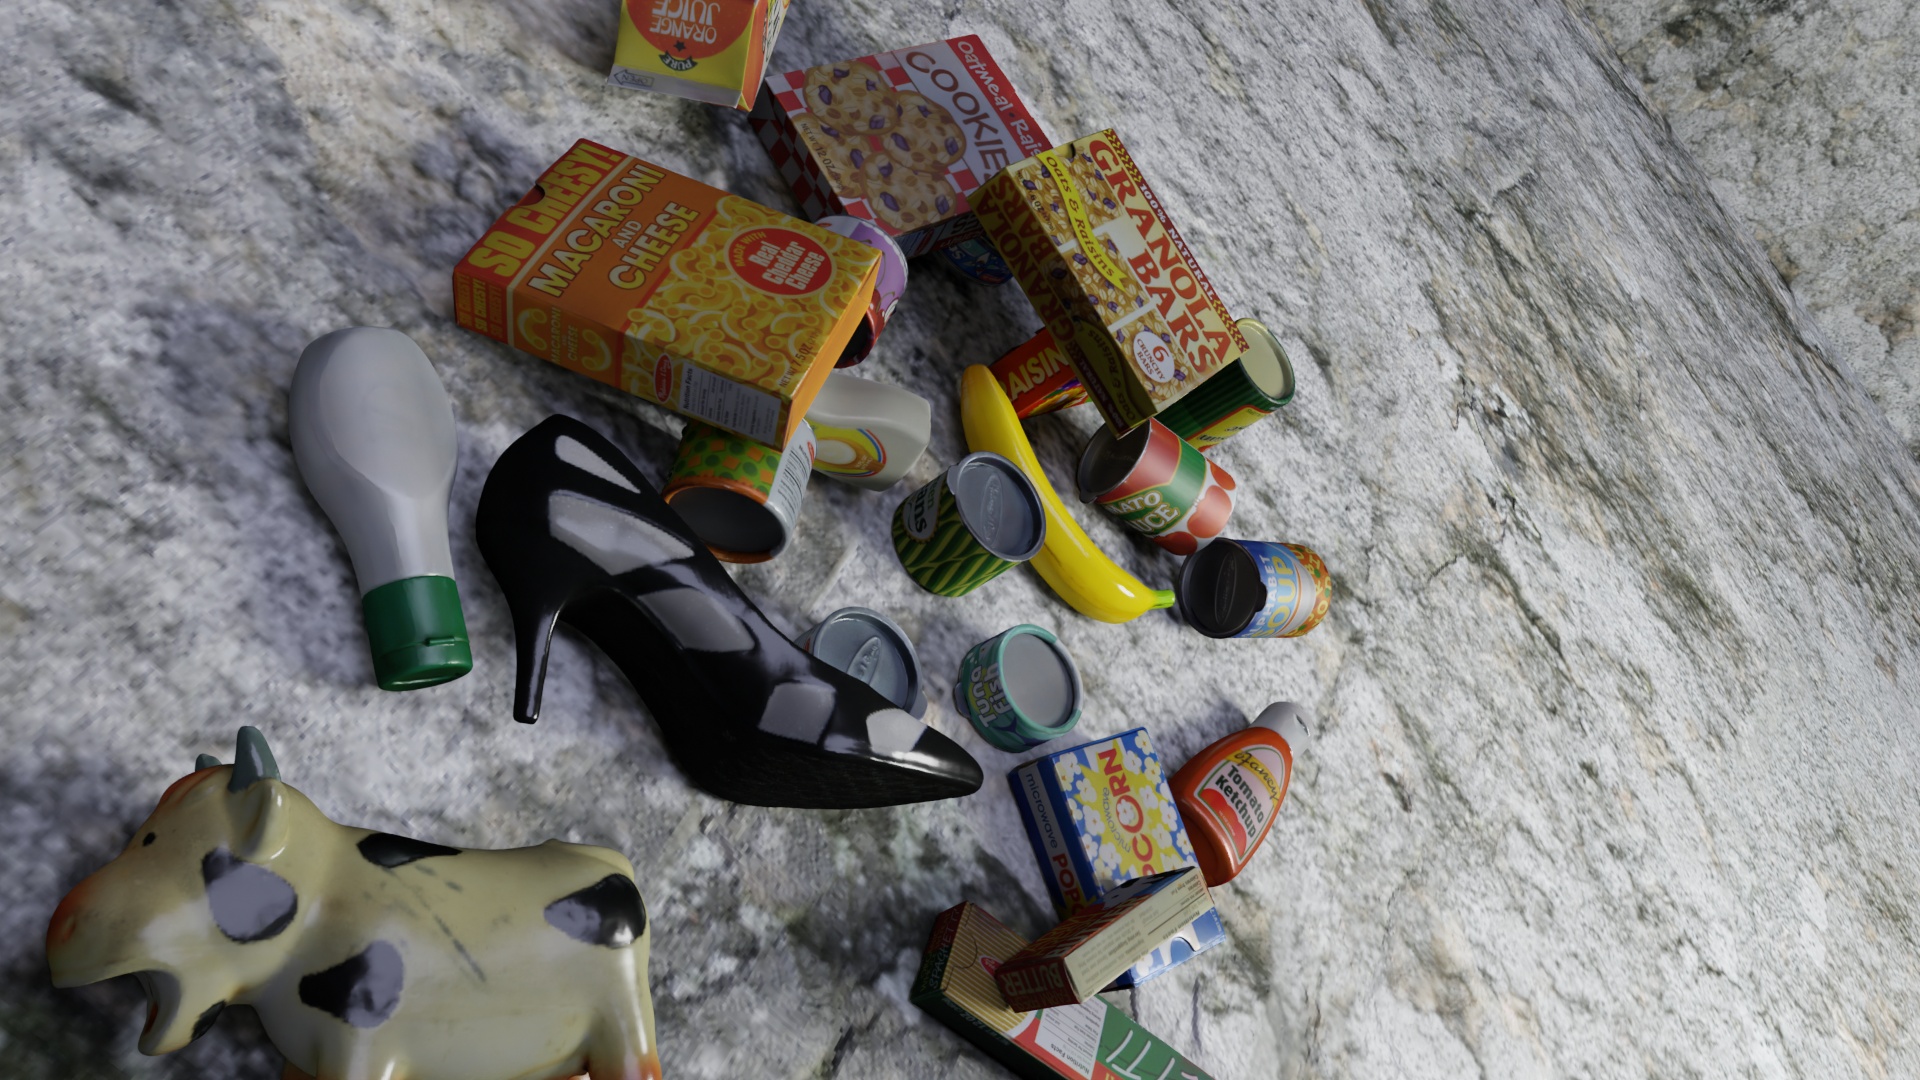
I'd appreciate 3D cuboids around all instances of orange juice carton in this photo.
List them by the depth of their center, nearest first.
[{"bbox_3d":[-0.141,-0.312,0.791,0.072,0.072,0.194,11,54,-3],"label":"orange juice carton"}]

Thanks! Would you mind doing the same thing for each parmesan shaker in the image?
[{"bbox_3d":[0.167,-0.098,0.946,0.071,0.102,0.071,22,53,-33],"label":"parmesan shaker"}]

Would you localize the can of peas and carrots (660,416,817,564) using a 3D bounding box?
[{"bbox_3d":[-0.111,-0.030,0.678,0.071,0.070,0.059,32,49,-26],"label":"can of peas and carrots"}]

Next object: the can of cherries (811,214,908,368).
[{"bbox_3d":[-0.067,-0.137,0.779,0.071,0.071,0.059,40,45,-19],"label":"can of cherries"}]

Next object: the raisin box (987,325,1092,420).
[{"bbox_3d":[0.084,-0.119,0.894,0.124,0.086,0.040,-20,83,-47],"label":"raisin box"}]

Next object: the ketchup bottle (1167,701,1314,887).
[{"bbox_3d":[0.172,0.148,0.852,0.149,0.043,0.064,-33,91,-48],"label":"ketchup bottle"}]

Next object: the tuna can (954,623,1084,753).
[{"bbox_3d":[0.033,0.081,0.768,0.071,0.032,0.071,23,52,-33],"label":"tuna can"}]

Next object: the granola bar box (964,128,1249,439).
[{"bbox_3d":[0.092,-0.158,0.830,0.125,0.039,0.165,-35,93,-46],"label":"granola bar box"}]

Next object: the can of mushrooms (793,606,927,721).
[{"bbox_3d":[-0.053,0.071,0.694,0.071,0.033,0.071,23,52,-32],"label":"can of mushrooms"}]

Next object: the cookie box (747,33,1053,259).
[{"bbox_3d":[-0.027,-0.242,0.859,0.168,0.040,0.123,-25,78,-33],"label":"cookie box"}]

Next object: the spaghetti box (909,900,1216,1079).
[{"bbox_3d":[0.079,0.271,0.703,0.250,0.028,0.050,40,45,-18],"label":"spaghetti box"}]

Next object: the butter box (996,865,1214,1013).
[{"bbox_3d":[0.071,0.192,0.672,0.104,0.053,0.024,-21,84,-40],"label":"butter box"}]

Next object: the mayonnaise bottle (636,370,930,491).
[{"bbox_3d":[-0.092,-0.069,0.720,0.148,0.064,0.041,16,54,-25],"label":"mayonnaise bottle"}]

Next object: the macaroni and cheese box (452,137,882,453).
[{"bbox_3d":[-0.137,-0.124,0.672,0.166,0.040,0.124,21,48,2],"label":"macaroni and cheese box"}]

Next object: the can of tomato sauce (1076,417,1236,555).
[{"bbox_3d":[0.127,-0.036,0.901,0.083,0.071,0.071,32,48,-27],"label":"can of tomato sauce"}]

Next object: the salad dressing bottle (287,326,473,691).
[{"bbox_3d":[-0.233,-0.013,0.569,0.064,0.044,0.148,-2,69,-46],"label":"salad dressing bottle"}]

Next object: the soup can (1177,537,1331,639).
[{"bbox_3d":[0.198,0.033,0.923,0.084,0.071,0.071,4,65,-42],"label":"soup can"}]

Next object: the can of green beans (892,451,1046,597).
[{"bbox_3d":[0.004,-0.008,0.776,0.071,0.057,0.071,22,53,-33],"label":"can of green beans"}]

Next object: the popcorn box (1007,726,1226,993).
[{"bbox_3d":[0.086,0.172,0.761,0.085,0.038,0.127,-7,72,-46],"label":"popcorn box"}]
